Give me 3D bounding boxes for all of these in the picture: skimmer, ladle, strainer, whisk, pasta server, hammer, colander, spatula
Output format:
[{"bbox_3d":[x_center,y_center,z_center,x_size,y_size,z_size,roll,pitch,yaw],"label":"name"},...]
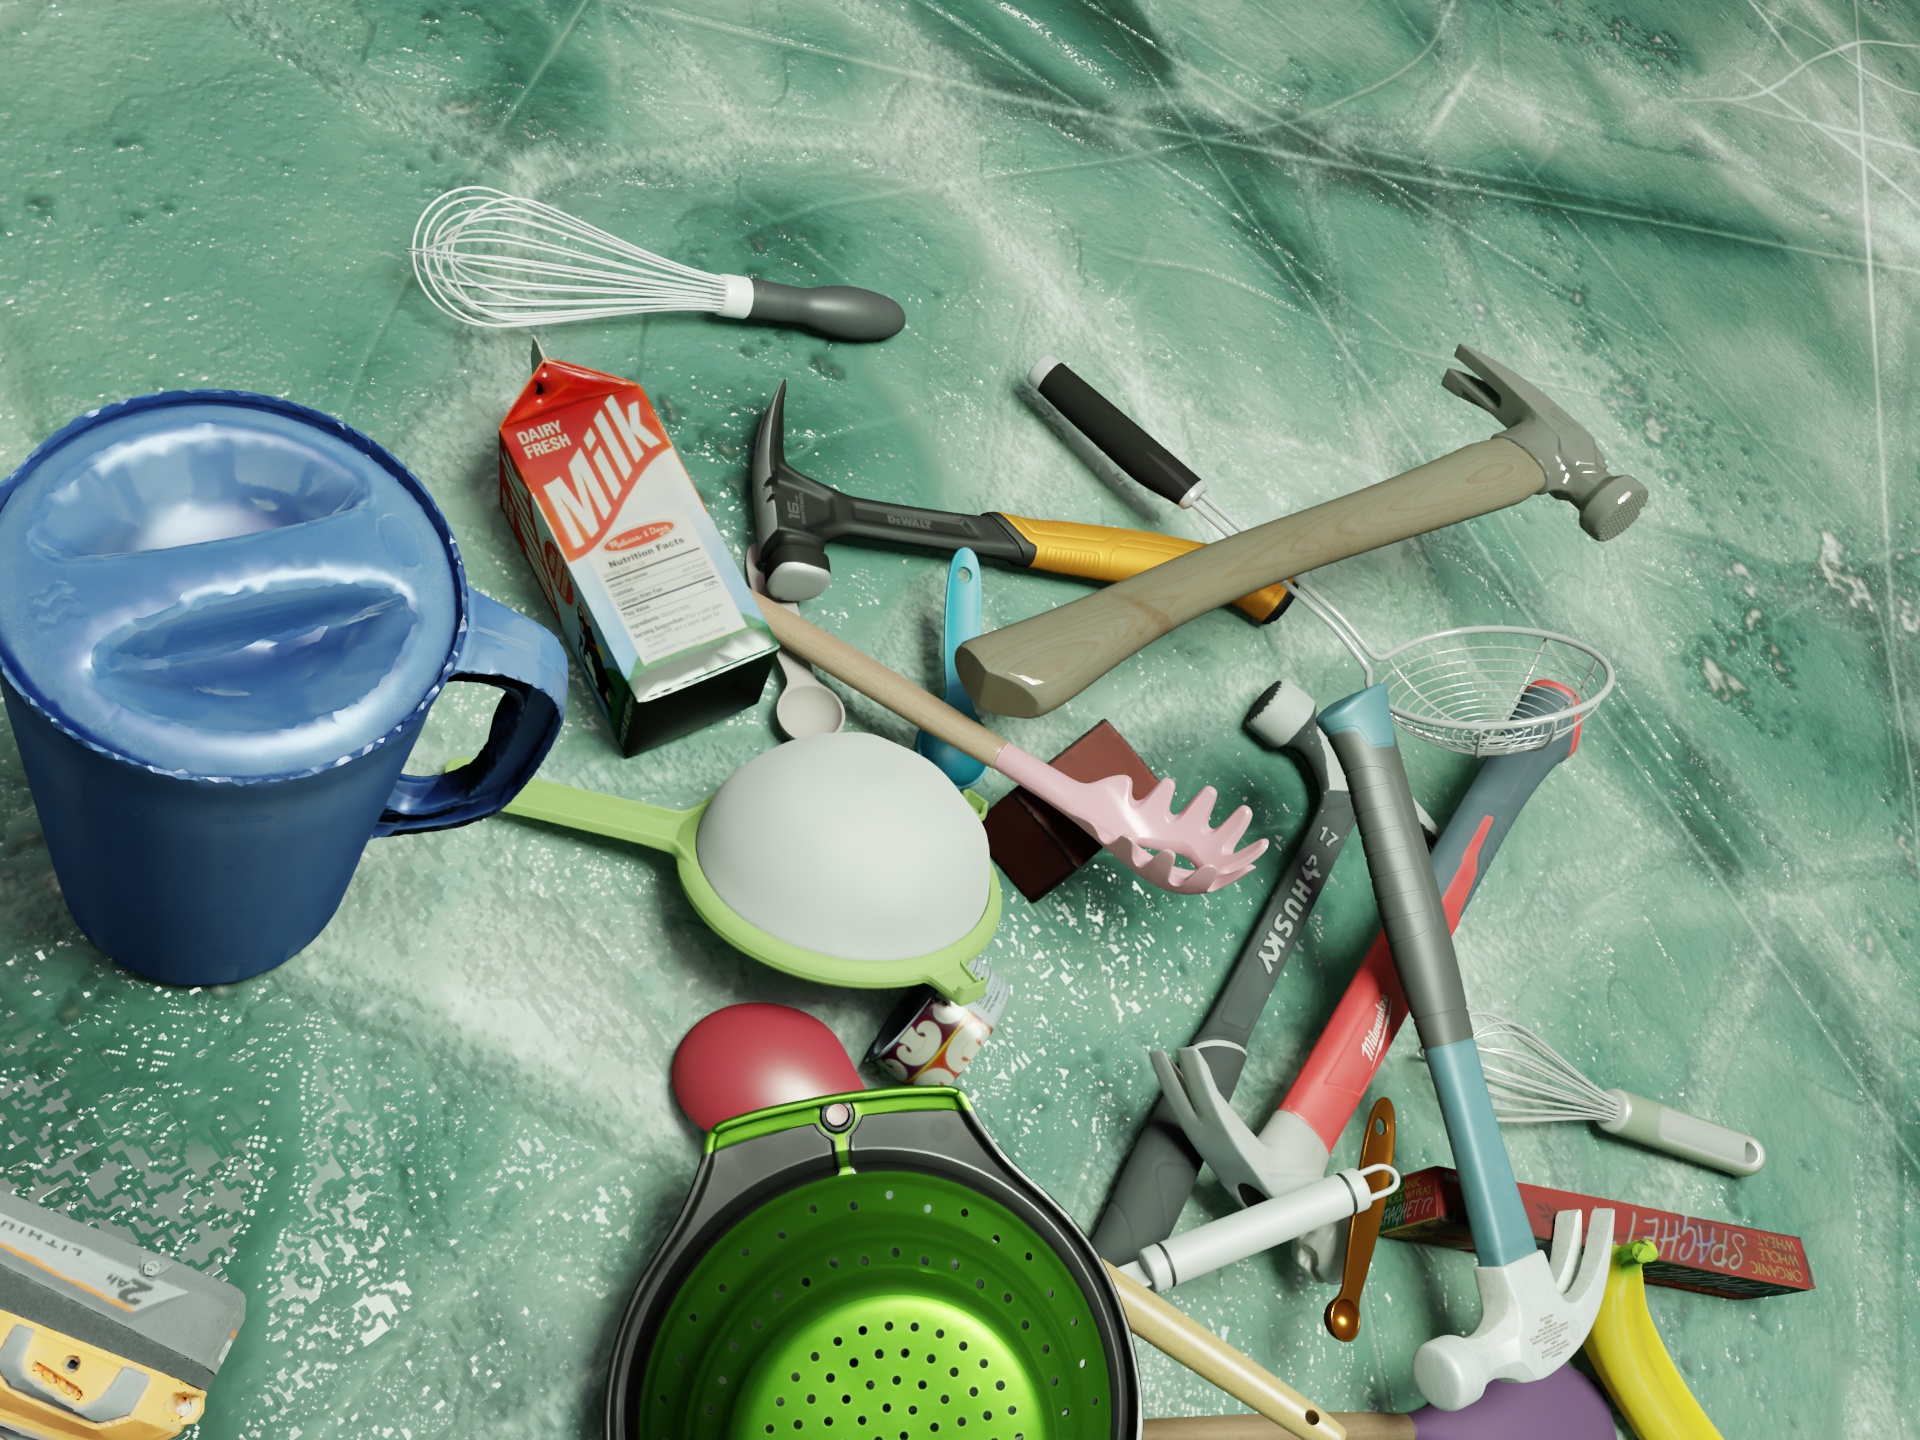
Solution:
[{"bbox_3d":[0.191,-0.108,0.892,0.363,0.090,0.127,42,44,9],"label":"skimmer"},{"bbox_3d":[0.014,0.205,0.654,0.315,0.031,0.069,29,54,14],"label":"ladle"},{"bbox_3d":[-0.099,0.034,0.705,0.256,0.069,0.152,13,31,-6],"label":"strainer"},{"bbox_3d":[0.354,0.212,0.875,0.246,0.059,0.058,21,68,-21],"label":"whisk"},{"bbox_3d":[0.076,0.235,0.681,0.258,0.050,0.087,-16,40,-16],"label":"strainer"},{"bbox_3d":[-0.152,-0.233,0.859,0.284,0.070,0.070,-1,64,-32],"label":"whisk"},{"bbox_3d":[-0.001,-0.002,0.769,0.316,0.040,0.060,31,38,12],"label":"pasta server"},{"bbox_3d":[0.141,0.156,0.807,0.149,0.036,0.409,39,54,-4],"label":"hammer"},{"bbox_3d":[0.236,0.093,0.835,0.143,0.038,0.386,52,55,-14],"label":"hammer"},{"bbox_3d":[-0.015,0.332,0.550,0.204,0.094,0.397,-7,79,-8],"label":"colander"},{"bbox_3d":[0.231,0.142,0.767,0.128,0.033,0.331,-5,76,-32],"label":"hammer"},{"bbox_3d":[0.173,-0.099,0.839,0.410,0.038,0.146,-22,57,-24],"label":"hammer"},{"bbox_3d":[0.188,0.330,0.744,0.315,0.018,0.060,9,58,-24],"label":"spatula"},{"bbox_3d":[0.046,-0.105,0.897,0.336,0.034,0.127,7,56,-25],"label":"hammer"}]

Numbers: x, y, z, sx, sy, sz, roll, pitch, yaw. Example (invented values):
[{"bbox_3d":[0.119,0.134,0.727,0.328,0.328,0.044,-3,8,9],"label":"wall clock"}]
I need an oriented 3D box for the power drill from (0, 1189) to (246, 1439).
[{"bbox_3d":[-0.352,0.255,0.481,0.185,0.084,0.226,27,60,-10],"label":"power drill"}]

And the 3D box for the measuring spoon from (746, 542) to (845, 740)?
[{"bbox_3d":[-0.089,-0.038,0.812,0.034,0.018,0.124,-9,61,-21],"label":"measuring spoon"}]

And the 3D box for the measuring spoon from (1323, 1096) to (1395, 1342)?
[{"bbox_3d":[0.184,0.228,0.733,0.021,0.011,0.117,37,55,-24],"label":"measuring spoon"}]

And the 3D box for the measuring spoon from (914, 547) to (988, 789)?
[{"bbox_3d":[-0.004,-0.026,0.824,0.042,0.021,0.129,9,76,-24],"label":"measuring spoon"}]

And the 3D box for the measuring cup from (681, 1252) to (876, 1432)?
[{"bbox_3d":[-0.099,0.285,0.622,0.083,0.038,0.168,37,70,-2],"label":"measuring cup"}]
